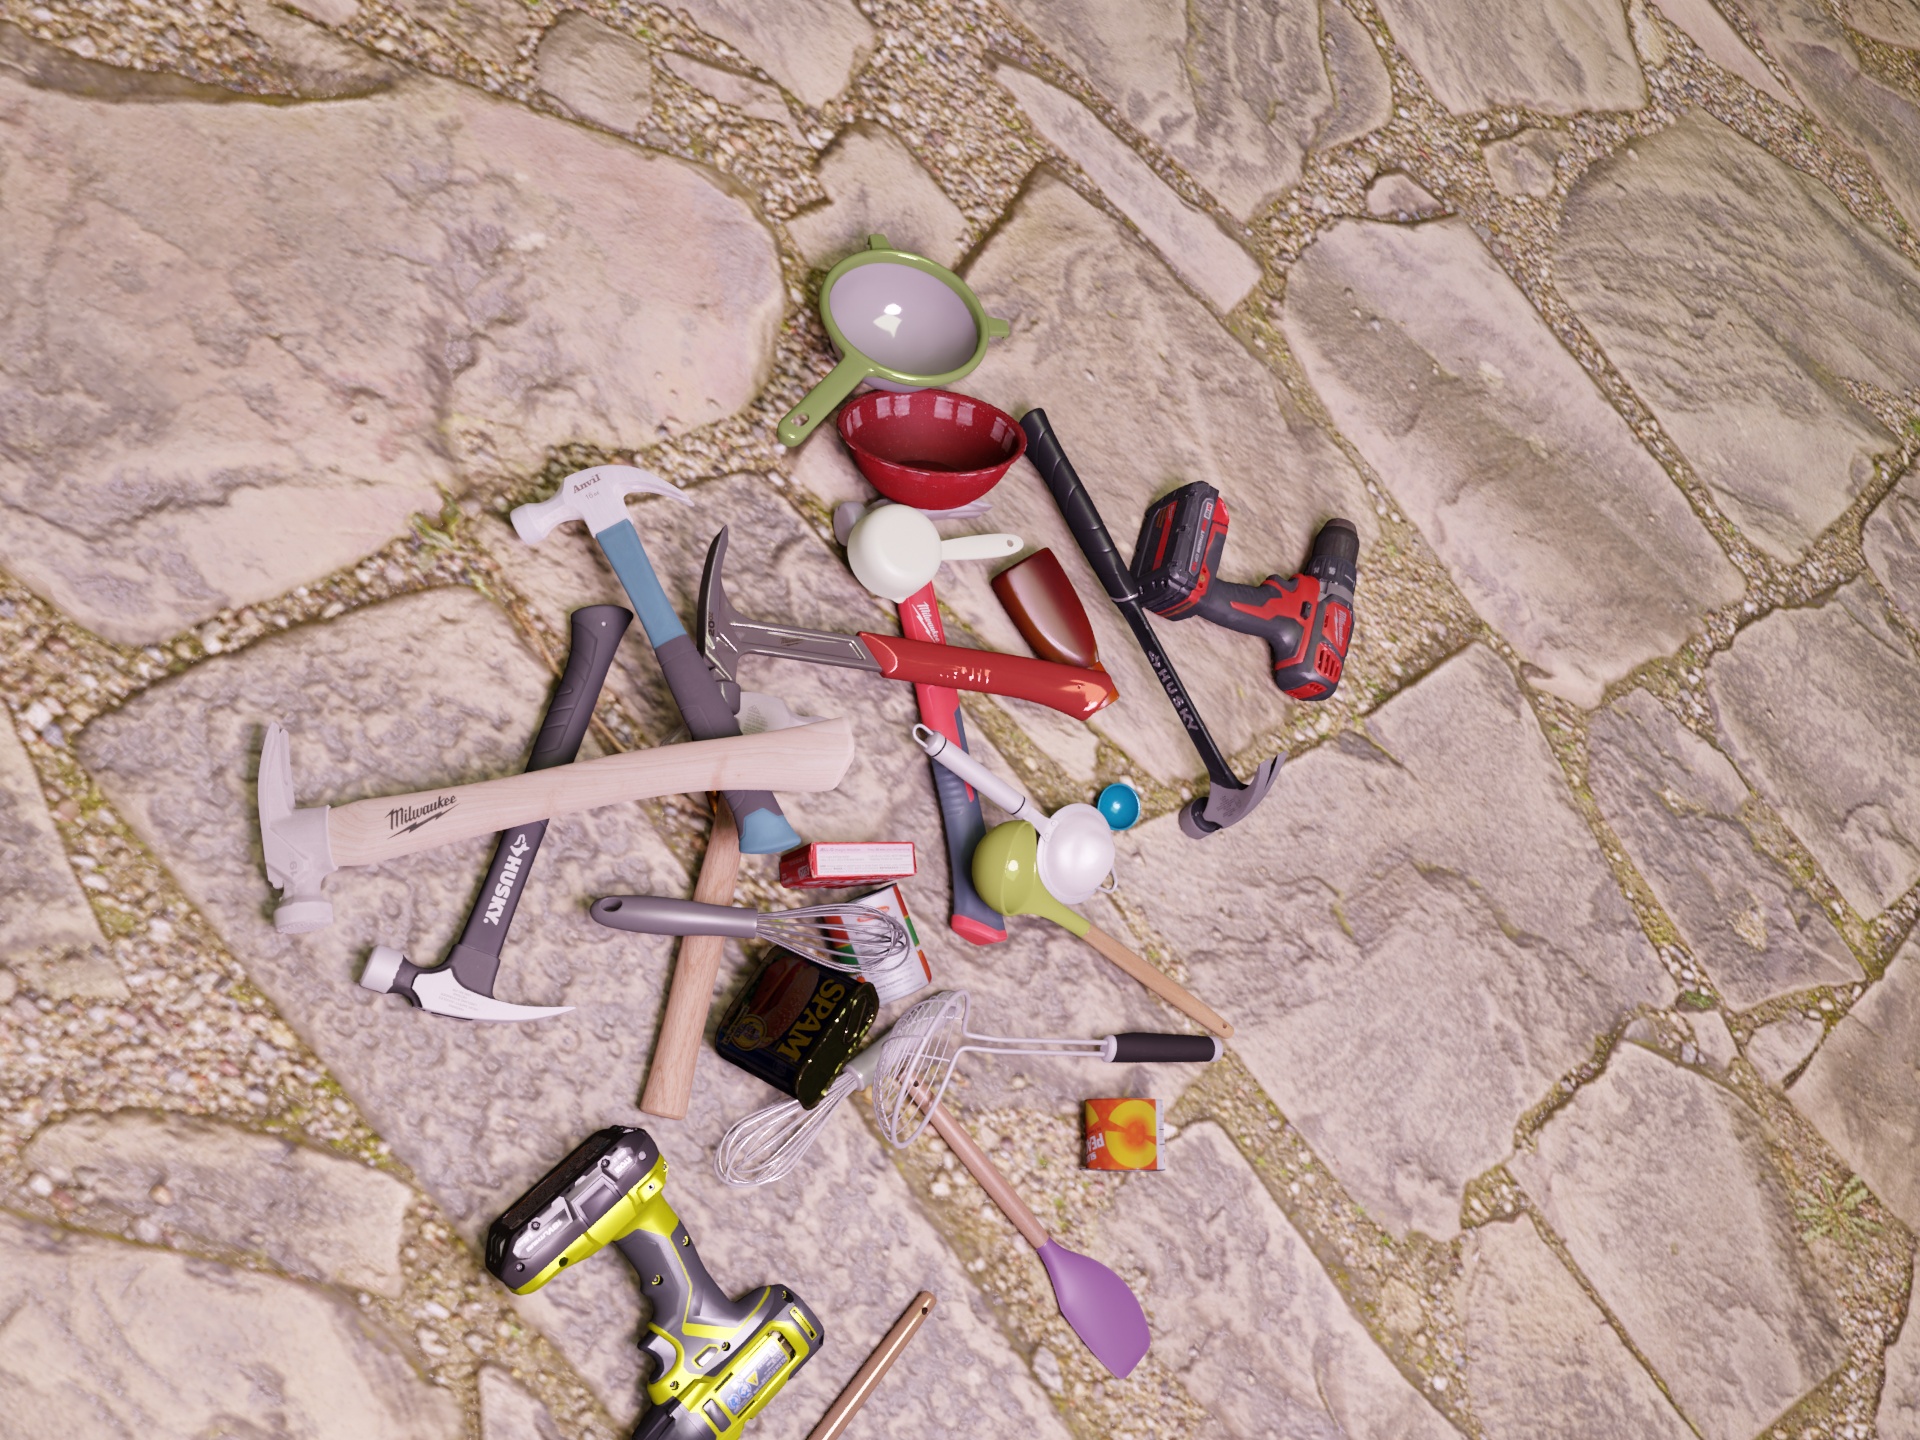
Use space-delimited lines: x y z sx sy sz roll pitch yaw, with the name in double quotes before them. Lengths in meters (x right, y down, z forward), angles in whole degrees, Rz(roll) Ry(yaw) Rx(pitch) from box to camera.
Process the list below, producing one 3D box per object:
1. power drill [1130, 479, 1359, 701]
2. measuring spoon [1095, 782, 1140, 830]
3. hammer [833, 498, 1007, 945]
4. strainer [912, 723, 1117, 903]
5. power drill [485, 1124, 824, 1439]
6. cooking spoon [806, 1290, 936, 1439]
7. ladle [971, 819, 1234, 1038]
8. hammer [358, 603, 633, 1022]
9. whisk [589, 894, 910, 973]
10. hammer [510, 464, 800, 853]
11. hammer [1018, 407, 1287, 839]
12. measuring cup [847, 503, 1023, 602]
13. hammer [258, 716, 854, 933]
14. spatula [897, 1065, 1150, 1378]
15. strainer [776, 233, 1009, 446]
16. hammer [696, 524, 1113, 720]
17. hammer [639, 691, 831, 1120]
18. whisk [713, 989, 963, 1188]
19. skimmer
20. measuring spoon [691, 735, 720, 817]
"power drill" 0.281 -0.141 1.498 0.226 0.080 0.188 25 68 -21
"measuring spoon" 0.103 0.100 1.388 0.128 0.021 0.042 -36 100 -19
"hammer" -0.002 -0.004 1.348 0.143 0.038 0.386 -8 81 -29
"strainer" 0.055 0.077 1.320 0.258 0.050 0.087 37 71 -26
"power drill" -0.222 0.414 1.118 0.171 0.080 0.223 -40 99 -28
"cooking spoon" -0.119 0.551 1.164 0.068 0.017 0.319 48 63 -9
"ladle" 0.130 0.186 1.330 0.320 0.062 0.078 37 58 -25
"hammer" -0.311 0.063 1.184 0.146 0.035 0.335 23 68 -18
"whisk" -0.154 0.154 1.179 0.239 0.055 0.055 7 74 -10
"hammer" -0.212 -0.045 1.189 0.128 0.033 0.331 -28 80 -1
"hammer" 0.155 -0.095 1.406 0.036 0.149 0.409 -23 81 -28
"measuring cup" -0.012 -0.147 1.334 0.167 0.038 0.083 -8 81 -28
"hammer" -0.281 0.040 1.125 0.410 0.038 0.146 -10 77 -7
"spatula" 0.052 0.400 1.284 0.060 0.018 0.316 -43 99 -28
"strainer" -0.082 -0.296 1.350 0.151 0.069 0.256 36 57 3
"hammer" -0.039 -0.058 1.299 0.359 0.036 0.149 7 74 -25
"hammer" -0.192 0.136 1.218 0.130 0.031 0.331 19 72 -23
"whisk" -0.088 0.282 1.232 0.246 0.059 0.057 -33 131 -32
"skimmer" 0.086 0.277 1.271 0.363 0.090 0.127 8 105 -32
"measuring spoon" -0.196 0.036 1.258 0.021 0.011 0.117 -16 84 -28
